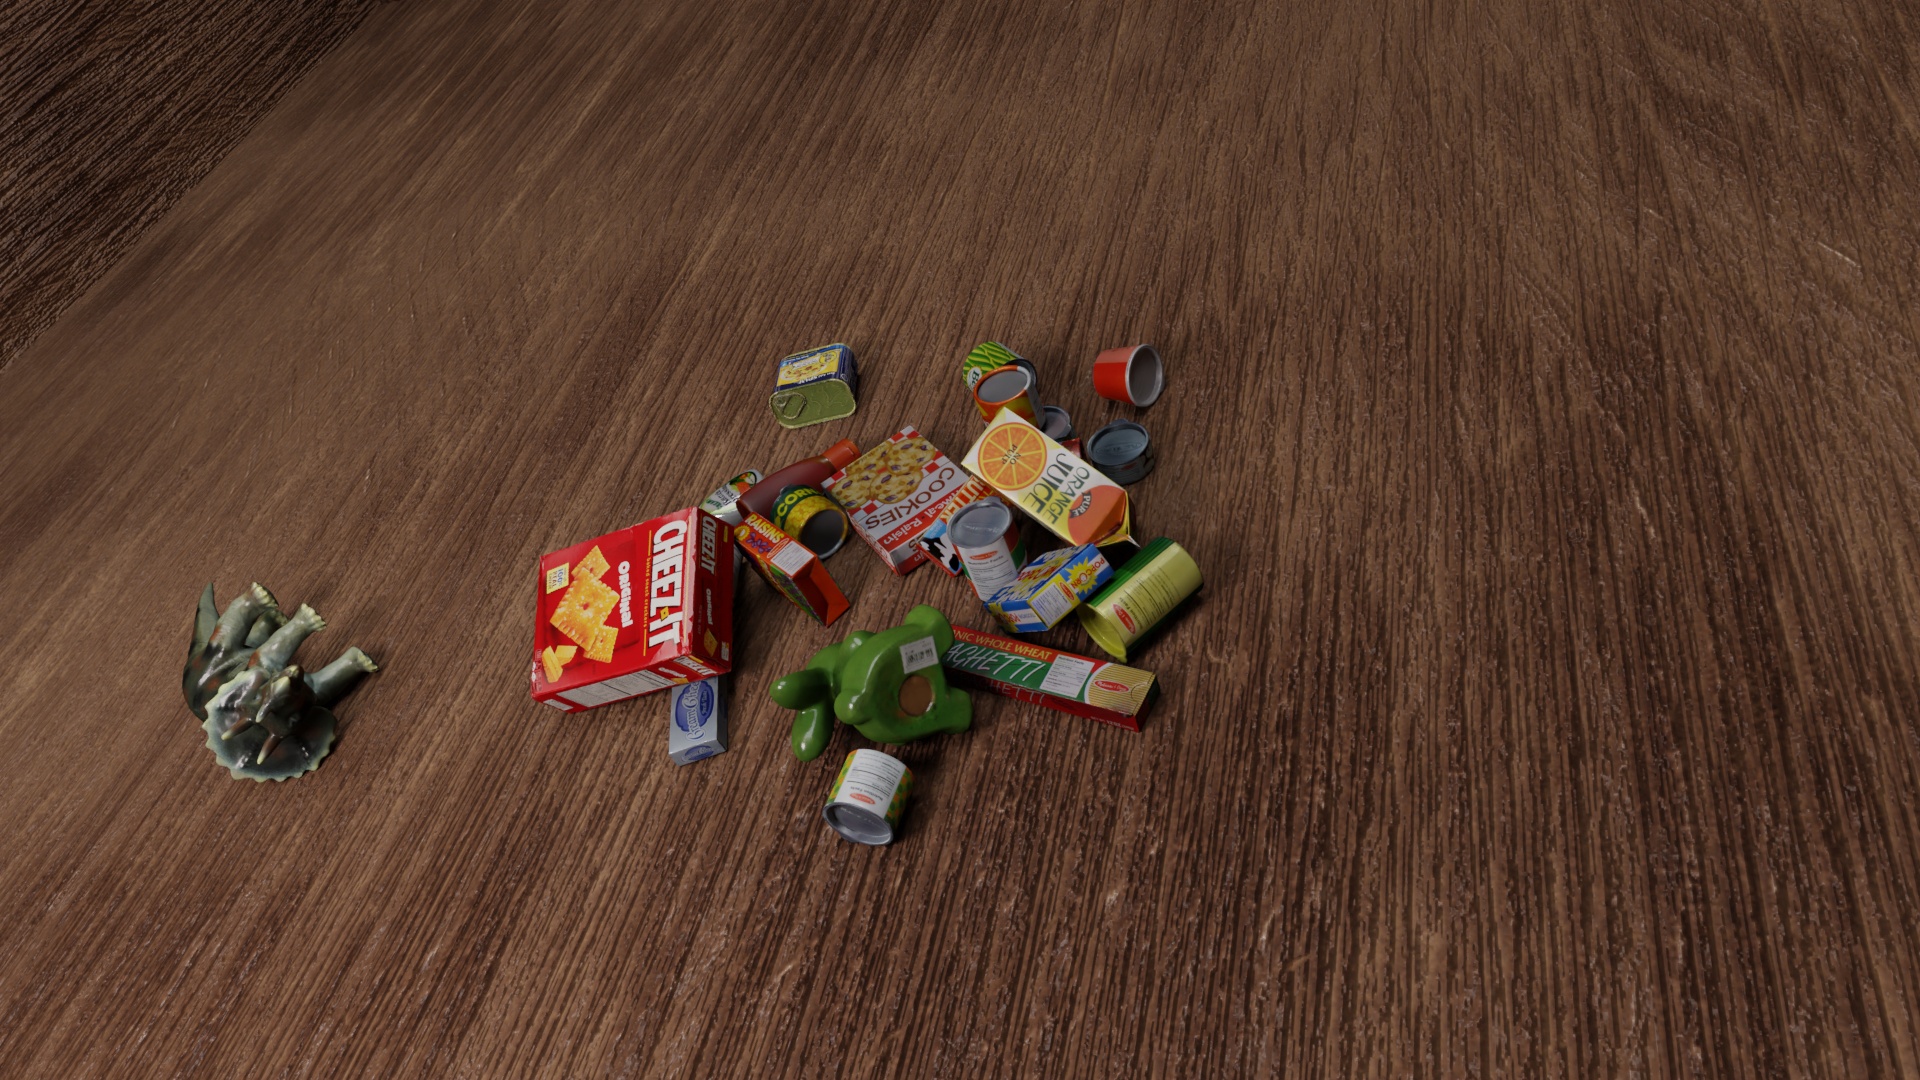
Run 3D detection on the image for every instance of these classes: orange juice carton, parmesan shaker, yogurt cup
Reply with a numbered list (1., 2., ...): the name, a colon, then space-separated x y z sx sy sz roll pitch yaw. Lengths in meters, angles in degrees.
1. orange juice carton: 0.102 -0.043 1.356 0.193 0.071 0.073 36 89 18
2. parmesan shaker: 0.168 0.054 1.283 0.103 0.071 0.071 -38 44 -17
3. yogurt cup: 0.181 -0.181 1.518 0.054 0.072 0.073 8 50 41

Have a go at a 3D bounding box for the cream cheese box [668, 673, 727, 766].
1. cream cheese box: -0.261 0.172 1.382 0.053 0.024 0.104 -19 42 7

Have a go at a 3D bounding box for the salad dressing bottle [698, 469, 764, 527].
1. salad dressing bottle: -0.281 -0.023 1.577 0.148 0.043 0.064 -36 44 -13

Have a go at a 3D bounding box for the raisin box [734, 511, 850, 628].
1. raisin box: -0.179 0.030 1.445 0.040 0.085 0.123 -44 46 -15

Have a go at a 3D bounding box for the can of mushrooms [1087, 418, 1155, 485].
1. can of mushrooms: 0.169 -0.093 1.454 0.071 0.033 0.071 -13 43 13

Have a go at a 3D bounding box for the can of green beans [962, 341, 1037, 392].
1. can of green beans: 0.045 -0.187 1.582 0.071 0.071 0.058 -36 42 -13

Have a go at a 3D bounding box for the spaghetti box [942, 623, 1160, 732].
1. spaghetti box: 0.063 0.122 1.285 0.250 0.028 0.050 11 52 33

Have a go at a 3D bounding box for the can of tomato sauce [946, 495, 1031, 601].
1. can of tomato sauce: 0.031 0.009 1.374 0.071 0.082 0.071 -13 43 12

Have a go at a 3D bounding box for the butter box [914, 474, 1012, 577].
1. butter box: 0.005 -0.018 1.423 0.104 0.053 0.024 -51 4 -12

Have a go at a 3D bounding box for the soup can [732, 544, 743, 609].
1. soup can: -0.272 0.035 1.499 0.071 0.071 0.084 -12 44 13

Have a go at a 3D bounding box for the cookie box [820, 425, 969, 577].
1. cookie box: -0.059 -0.045 1.503 0.123 0.040 0.168 -34 42 -12

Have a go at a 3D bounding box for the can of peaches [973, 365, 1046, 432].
1. can of peaches: 0.050 -0.146 1.492 0.071 0.057 0.071 -13 43 12

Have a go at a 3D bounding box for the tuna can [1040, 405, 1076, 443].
1. tuna can: 0.093 -0.113 1.509 0.071 0.032 0.071 -13 43 12

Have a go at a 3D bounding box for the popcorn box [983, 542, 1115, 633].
1. popcorn box: 0.081 0.046 1.299 0.085 0.038 0.126 -40 7 -17

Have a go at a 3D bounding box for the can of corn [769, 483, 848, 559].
1. can of corn: -0.164 -0.021 1.503 0.071 0.071 0.058 -40 45 -17

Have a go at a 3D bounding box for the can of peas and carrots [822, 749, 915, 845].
1. can of peas and carrots: -0.080 0.226 1.217 0.071 0.070 0.059 2 47 26

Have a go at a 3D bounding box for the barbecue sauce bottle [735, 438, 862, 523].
1. barbecue sauce bottle: -0.177 -0.061 1.561 0.149 0.065 0.043 -38 -1 -23

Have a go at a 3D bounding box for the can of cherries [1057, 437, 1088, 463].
1. can of cherries: 0.103 -0.070 1.437 0.058 0.071 0.072 -14 43 11
